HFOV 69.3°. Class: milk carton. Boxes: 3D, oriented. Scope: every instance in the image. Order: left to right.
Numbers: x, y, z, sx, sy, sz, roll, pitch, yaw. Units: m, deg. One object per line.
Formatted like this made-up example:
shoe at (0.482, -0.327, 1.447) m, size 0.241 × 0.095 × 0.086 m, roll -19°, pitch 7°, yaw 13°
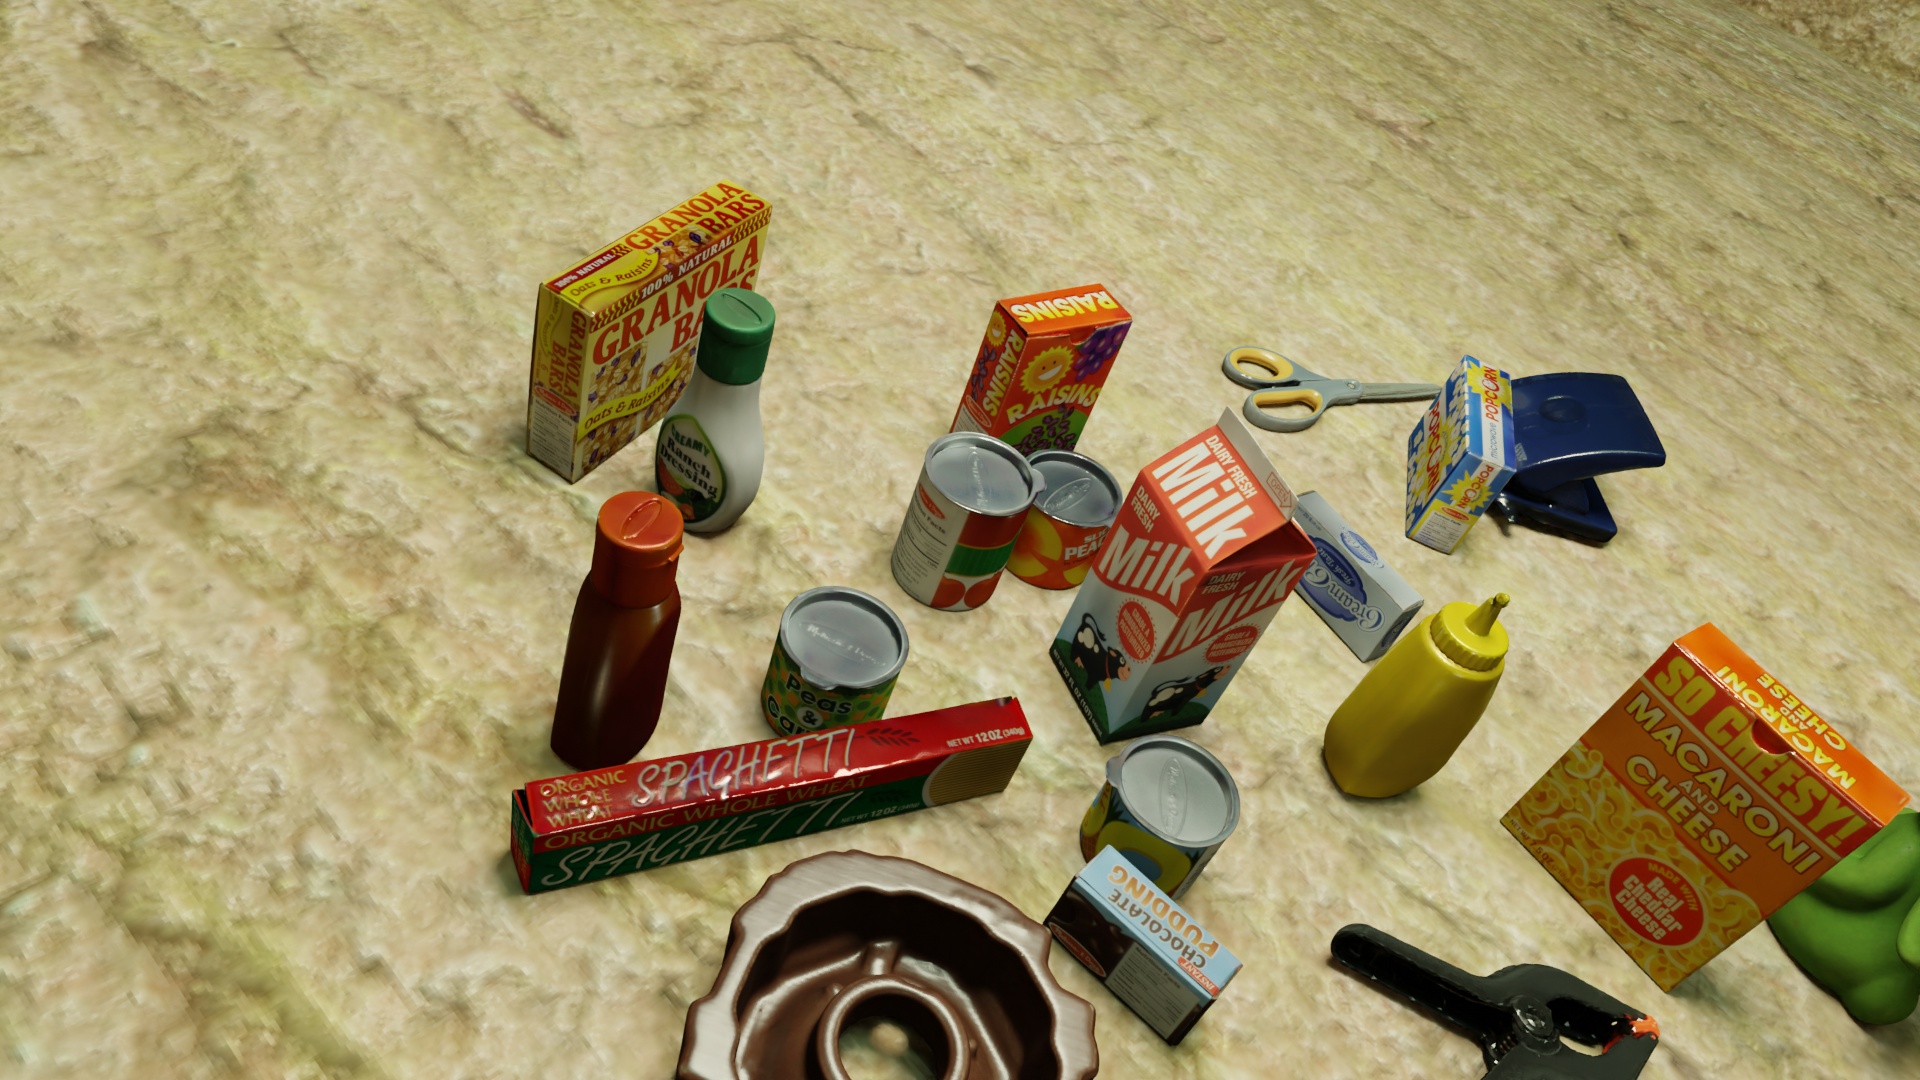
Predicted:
milk carton at (0.121, 0.021, 0.738) m, size 0.073 × 0.189 × 0.072 m, roll -7°, pitch 49°, yaw -28°

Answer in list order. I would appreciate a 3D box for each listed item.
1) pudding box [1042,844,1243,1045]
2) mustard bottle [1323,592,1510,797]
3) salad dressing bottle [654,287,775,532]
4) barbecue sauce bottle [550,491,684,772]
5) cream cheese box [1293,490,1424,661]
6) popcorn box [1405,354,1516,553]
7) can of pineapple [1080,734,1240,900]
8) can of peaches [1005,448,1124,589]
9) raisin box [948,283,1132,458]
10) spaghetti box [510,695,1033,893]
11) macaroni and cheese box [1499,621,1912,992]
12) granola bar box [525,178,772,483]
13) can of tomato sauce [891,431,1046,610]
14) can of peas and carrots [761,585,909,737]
pudding box at (0.084, 0.190, 0.654) m, size 0.084 × 0.049 × 0.030 m, roll 39°, pitch 45°, yaw 18°
mustard bottle at (0.256, 0.079, 0.755) m, size 0.065 × 0.159 × 0.049 m, roll 2°, pitch 46°, yaw -21°
salad dressing bottle at (-0.132, -0.069, 0.759) m, size 0.064 × 0.146 × 0.044 m, roll 38°, pitch 45°, yaw 17°
barbecue sauce bottle at (-0.154, 0.042, 0.636) m, size 0.044 × 0.147 × 0.065 m, roll 27°, pitch 42°, yaw 6°
cream cheese box at (0.242, 0.022, 0.886) m, size 0.024 × 0.053 × 0.104 m, roll -17°, pitch 54°, yaw -34°
popcorn box at (0.357, -0.063, 0.996) m, size 0.038 × 0.084 × 0.127 m, roll 22°, pitch 42°, yaw 0°
can of pineapple at (0.098, 0.140, 0.704) m, size 0.071 × 0.057 × 0.071 m, roll 12°, pitch 43°, yaw -11°
can of peaches at (0.060, -0.011, 0.844) m, size 0.071 × 0.057 × 0.071 m, roll 12°, pitch 43°, yaw -11°
raisin box at (0.048, -0.099, 0.880) m, size 0.086 × 0.122 × 0.040 m, roll -15°, pitch 53°, yaw -33°
spaghetti box at (-0.083, 0.118, 0.660) m, size 0.251 × 0.049 × 0.029 m, roll -7°, pitch 49°, yaw -28°
macaroni and cheese box at (0.385, 0.144, 0.736) m, size 0.040 × 0.165 × 0.124 m, roll -18°, pitch 55°, yaw -35°
granola bar box at (-0.182, -0.126, 0.814) m, size 0.039 × 0.123 × 0.166 m, roll 31°, pitch 43°, yaw 10°
can of tomato sauce at (0.003, -0.010, 0.801) m, size 0.071 × 0.082 × 0.071 m, roll 12°, pitch 43°, yaw -11°
can of peas and carrots at (-0.066, 0.068, 0.711) m, size 0.071 × 0.058 × 0.071 m, roll 12°, pitch 43°, yaw -11°
